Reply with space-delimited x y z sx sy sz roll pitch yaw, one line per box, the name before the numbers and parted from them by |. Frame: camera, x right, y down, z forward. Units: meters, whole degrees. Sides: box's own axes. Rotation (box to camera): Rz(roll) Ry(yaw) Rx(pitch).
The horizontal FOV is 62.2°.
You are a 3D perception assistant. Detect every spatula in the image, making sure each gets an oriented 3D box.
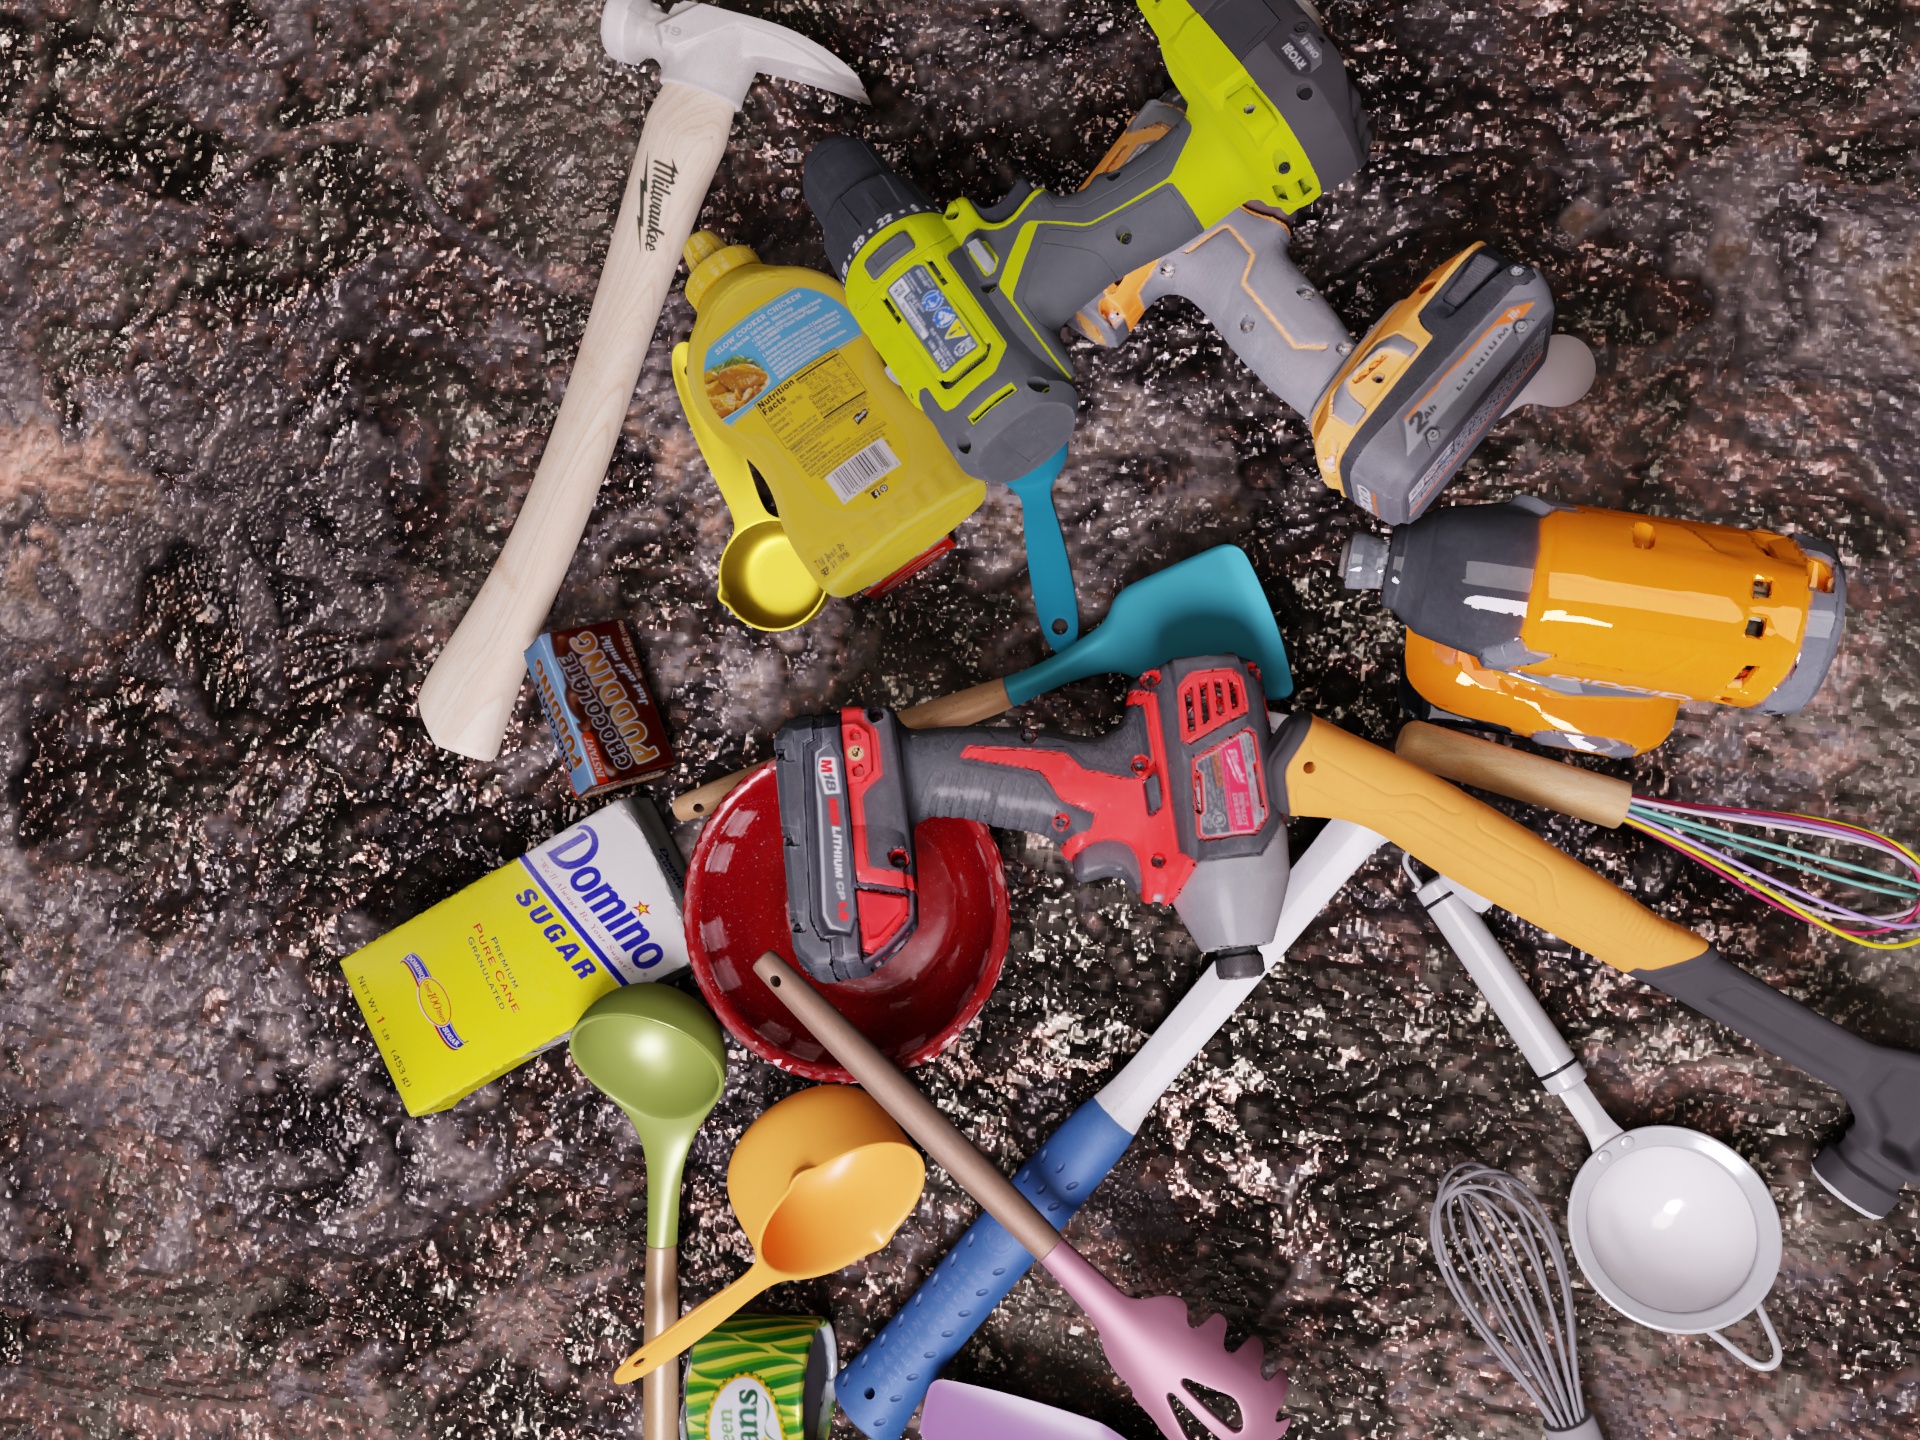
spatula | 0.135 0.362 0.729 0.316 0.018 0.059 13 116 7
spatula | -0.001 -0.002 0.780 0.317 0.044 0.082 -20 113 11

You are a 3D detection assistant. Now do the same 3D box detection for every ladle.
ladle | -0.151 0.285 0.773 0.078 0.062 0.320 2 93 15

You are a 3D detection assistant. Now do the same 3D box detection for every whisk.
whisk | 0.312 0.047 0.699 0.245 0.051 0.047 17 98 4
whisk | 0.271 0.310 0.706 0.055 0.055 0.239 -23 87 9

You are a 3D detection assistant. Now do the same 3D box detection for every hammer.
hammer | -0.181 -0.172 0.833 0.146 0.038 0.410 20 90 11
hammer | 0.076 0.173 0.750 0.144 0.035 0.405 41 97 21
hammer | 0.282 0.082 0.668 0.337 0.034 0.127 29 108 -2

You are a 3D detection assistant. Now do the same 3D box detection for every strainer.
strainer | 0.277 0.166 0.715 0.087 0.050 0.259 -31 75 1

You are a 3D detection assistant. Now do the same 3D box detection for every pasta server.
pasta server | 0.022 0.217 0.721 0.316 0.040 0.060 43 99 9

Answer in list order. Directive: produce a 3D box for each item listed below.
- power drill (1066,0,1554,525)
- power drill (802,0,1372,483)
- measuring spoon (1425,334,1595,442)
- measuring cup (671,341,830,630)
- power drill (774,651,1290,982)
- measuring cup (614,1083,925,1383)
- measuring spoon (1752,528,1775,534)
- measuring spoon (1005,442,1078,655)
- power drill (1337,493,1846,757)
power drill | 0.165 -0.221 0.743 0.226 0.084 0.185 40 94 19
power drill | 0.045 -0.243 0.713 0.228 0.080 0.191 -36 68 13
measuring spoon | 0.242 -0.146 0.755 0.124 0.018 0.034 -27 82 9
measuring cup | -0.111 -0.119 0.812 0.062 0.029 0.156 -23 87 8
power drill | 0.035 0.052 0.701 0.219 0.078 0.143 -7 78 -2
measuring cup | -0.100 0.240 0.753 0.173 0.095 0.052 -37 48 -3
measuring spoon | 0.319 -0.084 0.738 0.117 0.011 0.021 6 87 12
measuring spoon | 0.040 -0.096 0.790 0.042 0.021 0.129 -12 84 10
power drill | 0.233 -0.039 0.642 0.164 0.226 0.084 11 88 12
